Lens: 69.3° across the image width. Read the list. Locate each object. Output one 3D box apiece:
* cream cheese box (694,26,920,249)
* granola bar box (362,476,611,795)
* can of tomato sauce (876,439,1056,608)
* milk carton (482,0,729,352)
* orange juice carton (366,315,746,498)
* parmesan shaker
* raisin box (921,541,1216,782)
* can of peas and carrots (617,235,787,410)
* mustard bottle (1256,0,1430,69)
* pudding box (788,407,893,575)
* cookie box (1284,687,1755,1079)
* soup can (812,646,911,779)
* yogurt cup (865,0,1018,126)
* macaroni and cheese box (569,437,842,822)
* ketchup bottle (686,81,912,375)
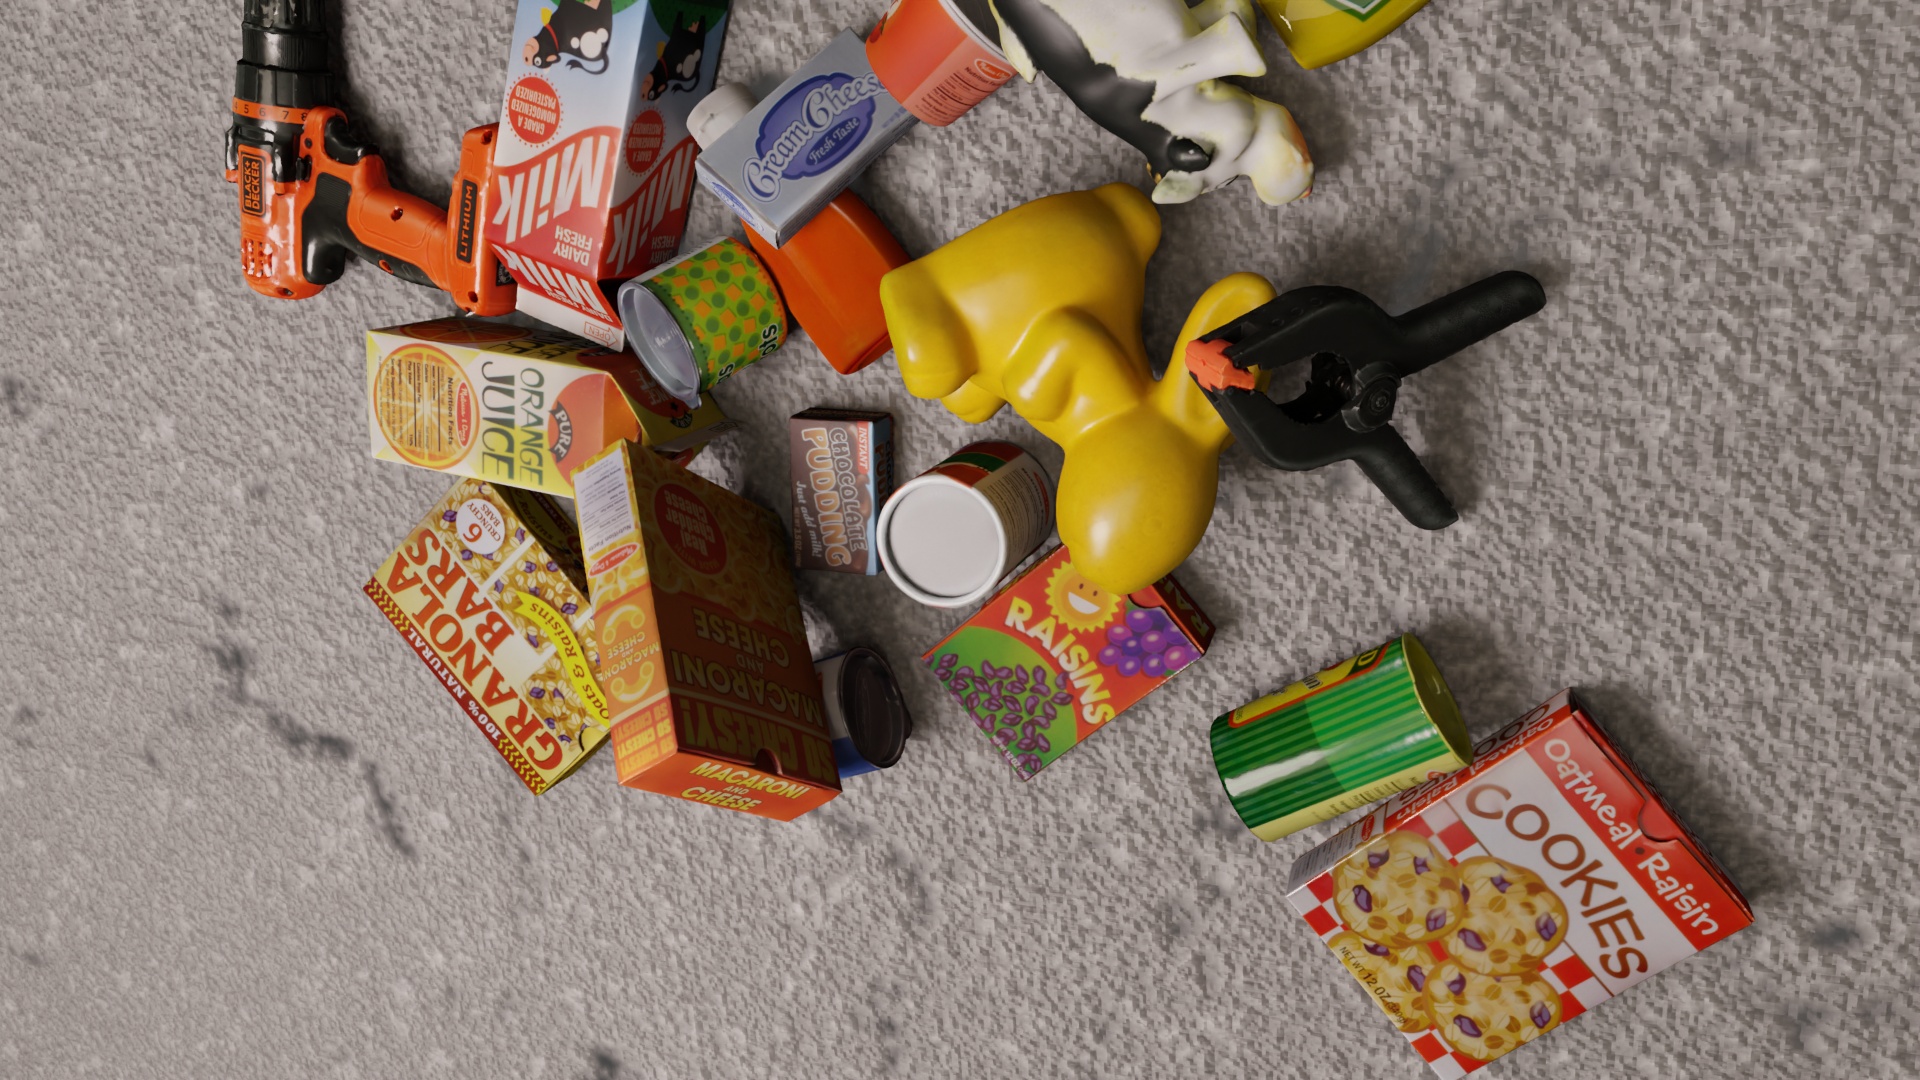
[{"bbox_3d":[-0.070,-0.191,0.659,0.053,0.024,0.104,43,75,5],"label":"cream cheese box"},{"bbox_3d":[-0.257,0.050,0.815,0.124,0.039,0.165,-41,88,24],"label":"granola bar box"},{"bbox_3d":[0.002,-0.009,0.682,0.071,0.083,0.071,5,106,18],"label":"can of tomato sauce"},{"bbox_3d":[-0.182,-0.196,0.702,0.072,0.074,0.189,23,111,15],"label":"milk carton"},{"bbox_3d":[-0.218,-0.070,0.750,0.193,0.072,0.072,11,108,17],"label":"orange juice carton"},{"bbox_3d":[0.177,0.094,0.655,0.103,0.071,0.071,-28,94,24],"label":"parmesan shaker"},{"bbox_3d":[0.054,0.052,0.705,0.123,0.040,0.086,-39,88,23],"label":"raisin box"},{"bbox_3d":[-0.128,-0.110,0.701,0.071,0.059,0.070,38,149,29],"label":"can of peas and carrots"},{"bbox_3d":[0.194,-0.262,0.564,0.160,0.049,0.065,-34,94,24],"label":"mustard bottle"},{"bbox_3d":[-0.061,-0.026,0.729,0.049,0.030,0.083,5,106,17],"label":"pudding box"},{"bbox_3d":[0.260,0.167,0.661,0.167,0.040,0.123,-41,88,24],"label":"cookie box"},{"bbox_3d":[-0.080,0.101,0.753,0.083,0.071,0.071,-18,98,24],"label":"soup can"},{"bbox_3d":[-0.006,-0.228,0.638,0.053,0.073,0.072,-37,90,32],"label":"yogurt cup"},{"bbox_3d":[-0.123,0.045,0.679,0.040,0.123,0.167,-30,59,20],"label":"macaroni and cheese box"},{"bbox_3d":[-0.078,-0.158,0.692,0.064,0.044,0.149,-37,90,31],"label":"ketchup bottle"}]
